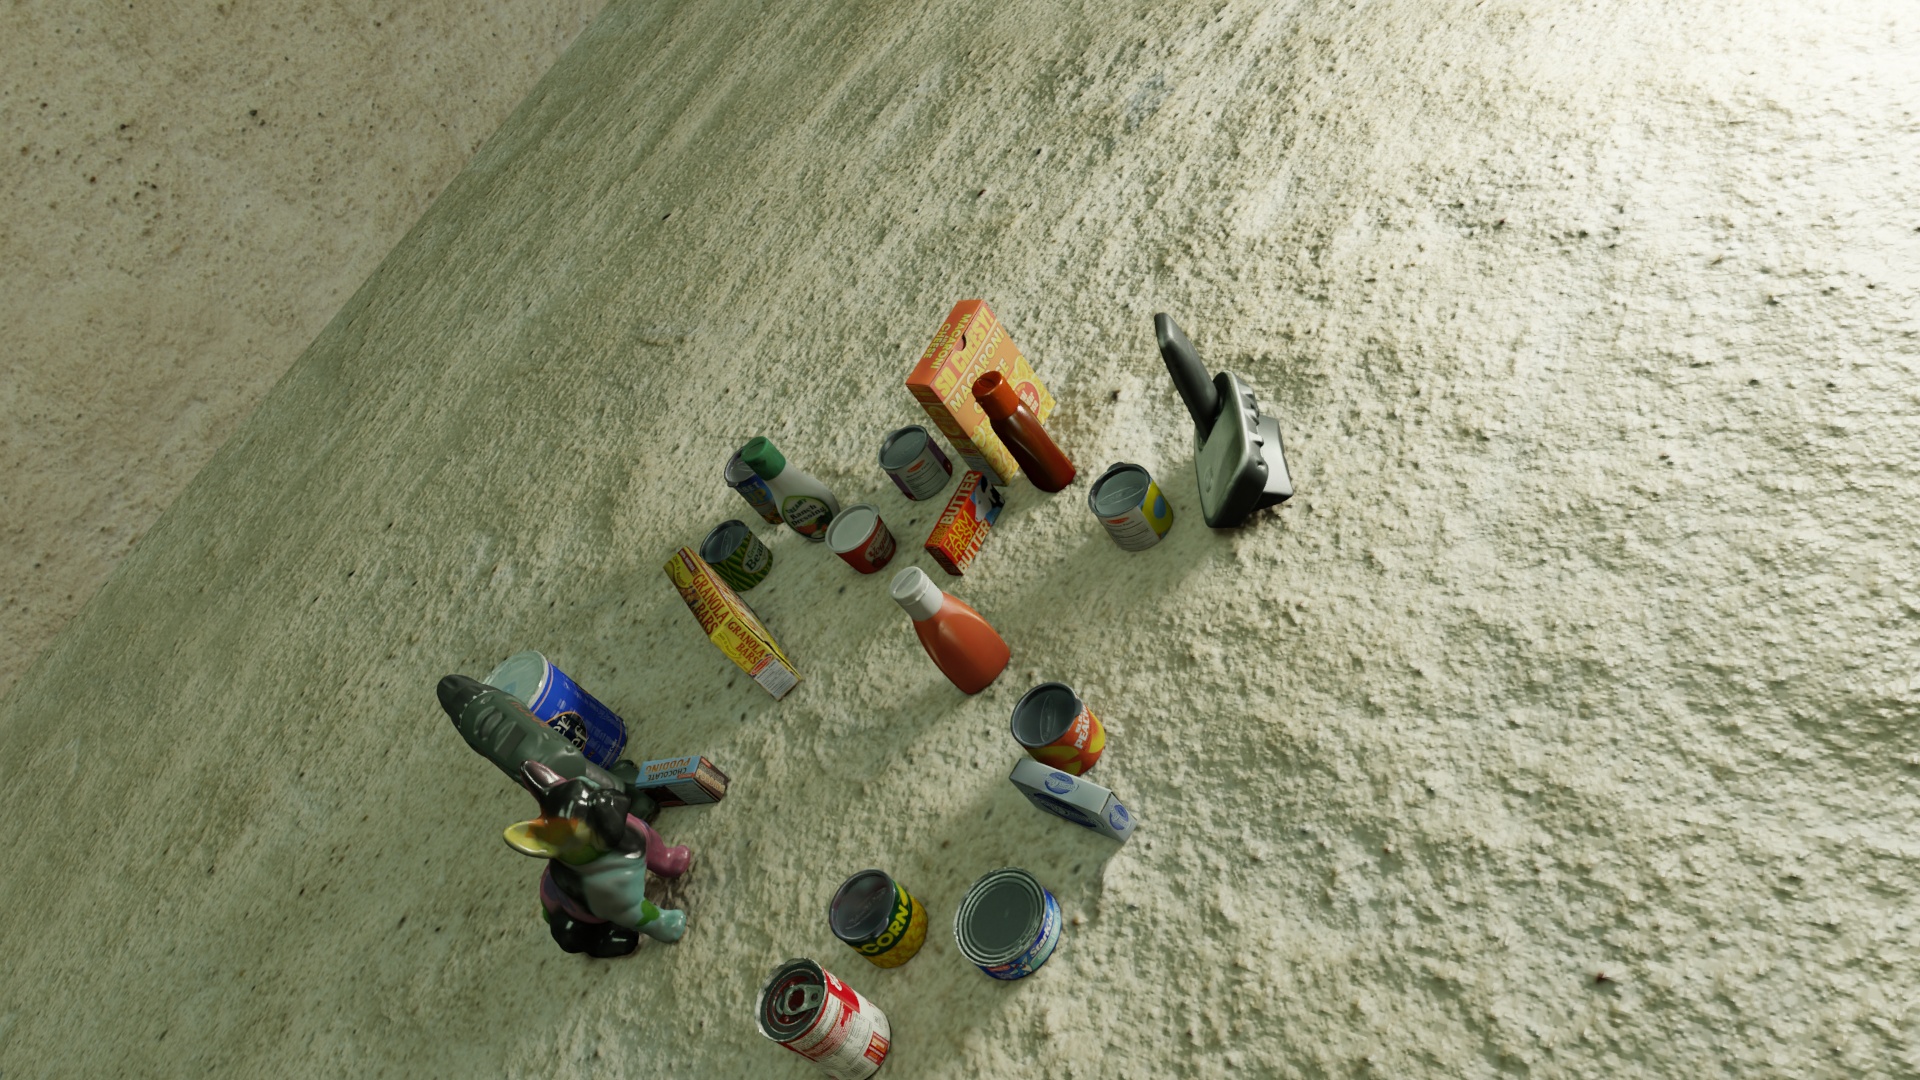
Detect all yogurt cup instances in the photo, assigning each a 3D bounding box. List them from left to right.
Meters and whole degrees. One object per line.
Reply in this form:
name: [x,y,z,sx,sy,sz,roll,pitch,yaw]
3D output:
yogurt cup: [-0.108,0.000,1.535,0.072,0.053,0.073,-21,42,21]

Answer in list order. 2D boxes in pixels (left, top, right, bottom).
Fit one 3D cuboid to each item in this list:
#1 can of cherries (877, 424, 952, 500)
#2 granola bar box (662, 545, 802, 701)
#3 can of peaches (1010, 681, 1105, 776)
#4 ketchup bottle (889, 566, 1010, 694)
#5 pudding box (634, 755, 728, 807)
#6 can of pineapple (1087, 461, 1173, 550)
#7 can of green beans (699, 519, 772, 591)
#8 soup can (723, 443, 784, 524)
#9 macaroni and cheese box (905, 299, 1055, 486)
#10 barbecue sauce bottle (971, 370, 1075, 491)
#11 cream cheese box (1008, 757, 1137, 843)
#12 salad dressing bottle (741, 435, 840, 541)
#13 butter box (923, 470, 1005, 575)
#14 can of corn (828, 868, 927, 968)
can of cherries: [-0.051,-0.089,1.574,0.071,0.058,0.072,-21,42,21]
granola bar box: [-0.248,0.088,1.505,0.039,0.124,0.166,-43,39,-3]
can of peaches: [0.088,0.167,1.219,0.071,0.058,0.071,-21,42,21]
ketchup bottle: [-0.013,0.082,1.307,0.065,0.148,0.043,-45,39,-7]
pudding box: [-0.290,0.250,1.442,0.083,0.049,0.030,-12,46,30]
can of pineapple: [0.166,-0.033,1.350,0.071,0.057,0.071,-21,42,21]
can of green beans: [-0.264,0.018,1.638,0.071,0.057,0.071,-21,42,21]
soup can: [-0.236,-0.067,1.677,0.071,0.083,0.072,-22,42,21]
macaroni and cheese box: [0.025,-0.158,1.494,0.040,0.166,0.124,7,58,42]
barbecue sauce bottle: [0.062,-0.113,1.436,0.044,0.148,0.065,-47,39,-9]
cream cheese box: [0.095,0.218,1.168,0.104,0.053,0.024,13,62,45]
salad dressing bottle: [-0.193,-0.059,1.585,0.064,0.147,0.044,-26,41,17]
butter box: [0.005,-0.018,1.465,0.024,0.053,0.104,7,58,42]
can of corn: [-0.068,0.326,1.189,0.071,0.058,0.071,-21,42,21]
